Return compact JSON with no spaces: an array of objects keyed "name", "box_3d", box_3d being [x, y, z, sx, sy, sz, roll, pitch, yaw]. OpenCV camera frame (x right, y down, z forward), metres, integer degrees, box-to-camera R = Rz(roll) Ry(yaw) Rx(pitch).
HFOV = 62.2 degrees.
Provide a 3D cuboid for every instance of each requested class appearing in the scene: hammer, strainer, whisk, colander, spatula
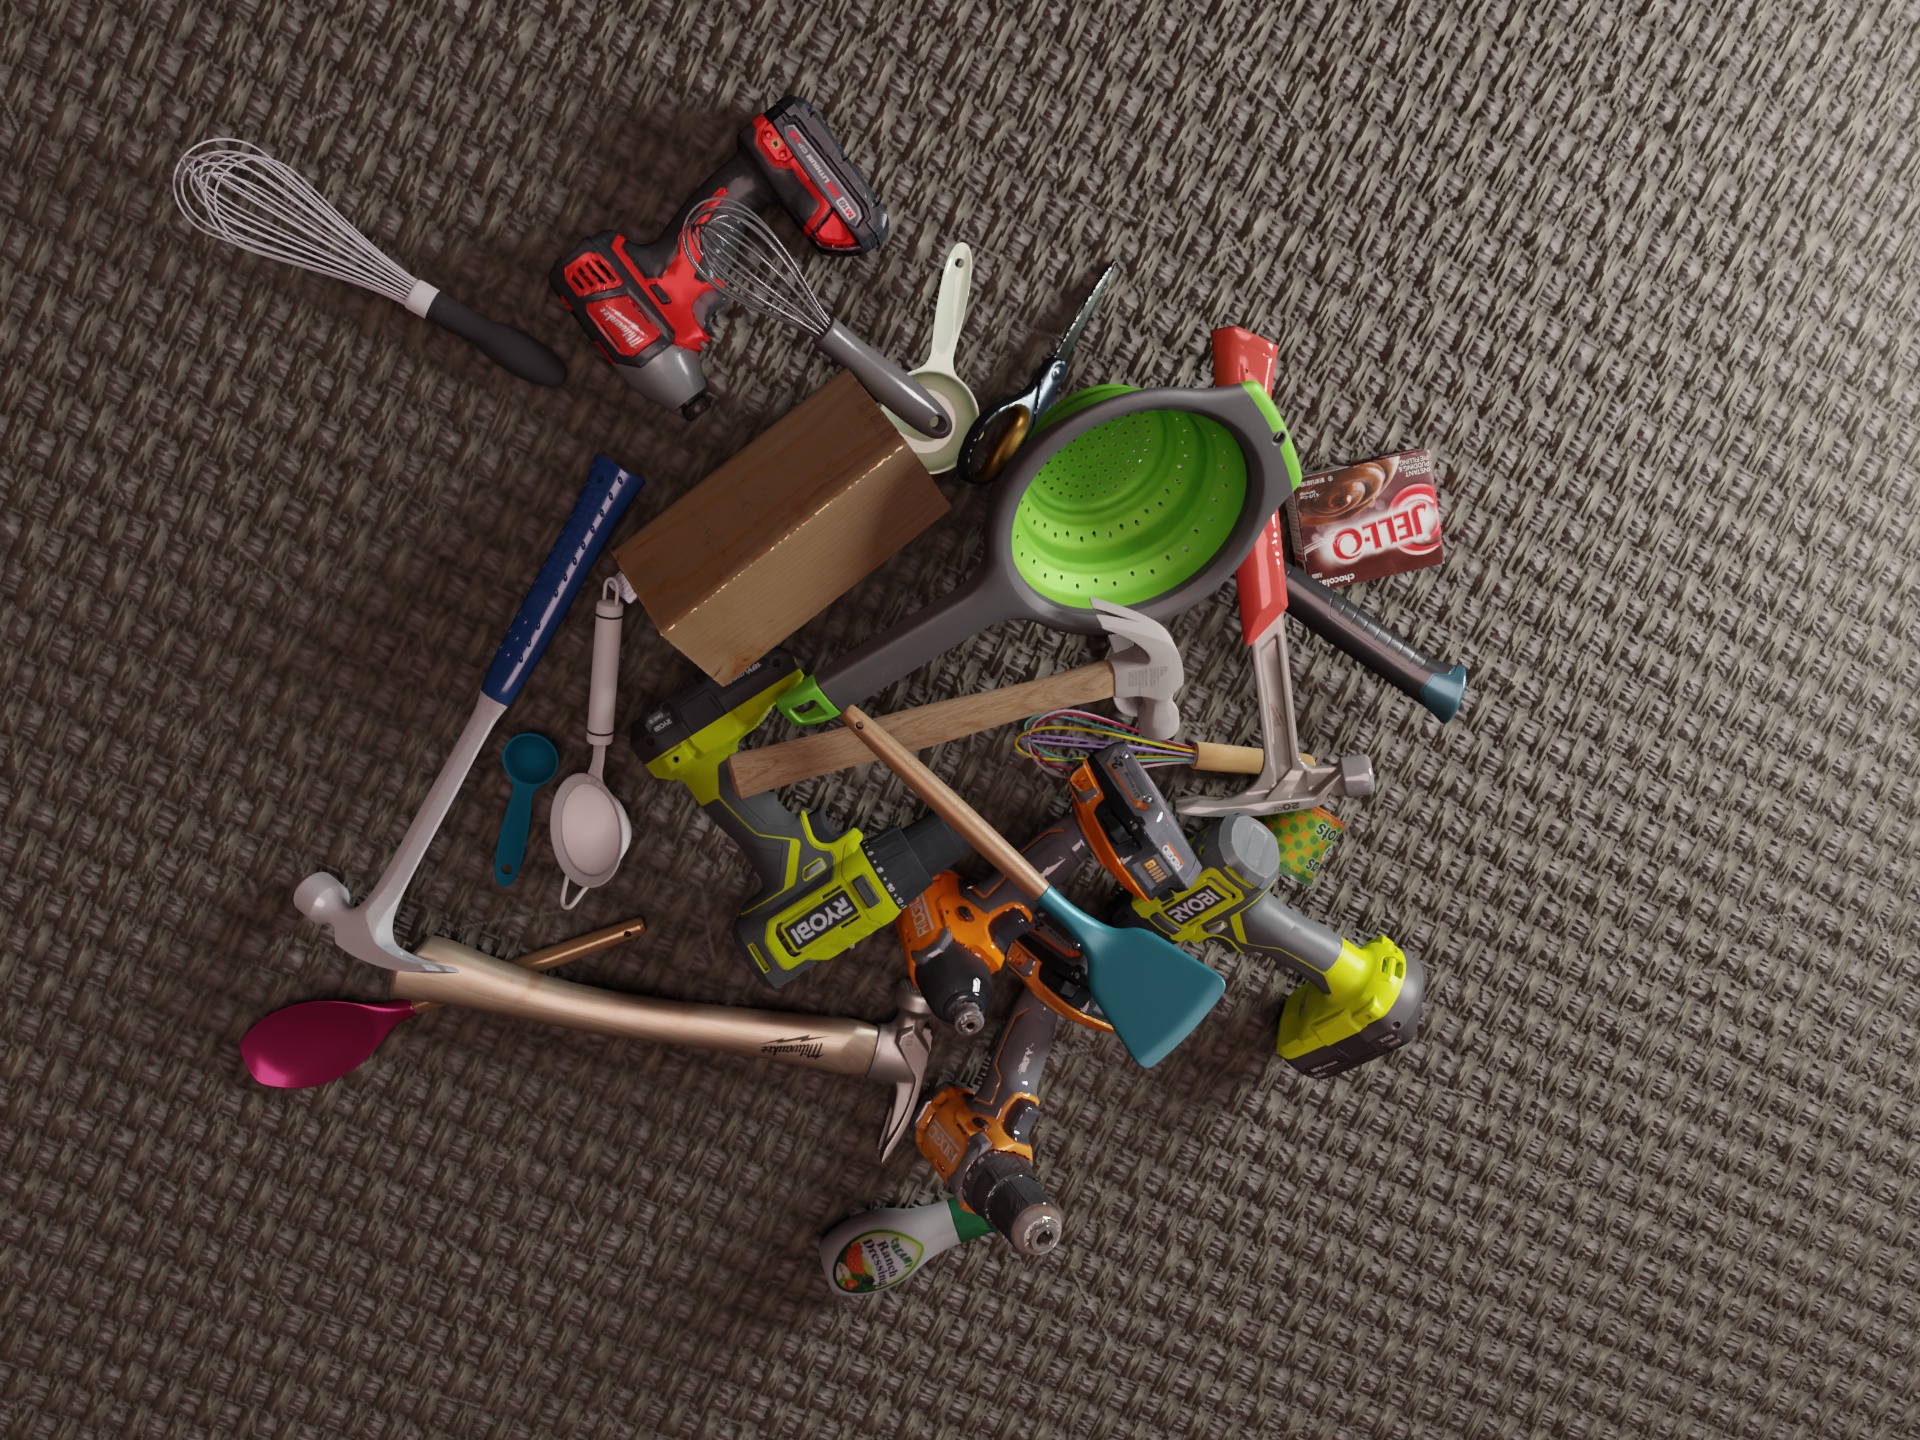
[{"name":"hammer","box_3d":[-0.339,-0.004,1.155,0.144,0.035,0.405,30,91,25]},{"name":"strainer","box_3d":[-0.263,0.019,1.169,0.050,0.087,0.258,-15,122,-48]},{"name":"hammer","box_3d":[0.242,-0.106,1.198,0.331,0.033,0.128,34,107,-2]},{"name":"hammer","box_3d":[-0.002,-0.004,1.127,0.331,0.031,0.129,-15,135,-6]},{"name":"whisk","box_3d":[0.160,0.026,1.245,0.245,0.051,0.047,6,121,-12]},{"name":"colander","box_3d":[0.036,-0.124,1.117,0.397,0.095,0.204,-30,136,9]},{"name":"whisk","box_3d":[-0.405,-0.309,1.105,0.284,0.070,0.070,29,96,-15]},{"name":"hammer","box_3d":[0.210,-0.105,1.167,0.149,0.037,0.359,-7,103,9]},{"name":"hammer","box_3d":[-0.226,0.240,1.224,0.410,0.038,0.146,12,100,-12]},{"name":"spatula","box_3d":[0.038,0.100,1.080,0.317,0.044,0.082,42,95,-3]},{"name":"whisk","box_3d":[-0.091,-0.269,1.092,0.238,0.055,0.055,36,95,-30]}]

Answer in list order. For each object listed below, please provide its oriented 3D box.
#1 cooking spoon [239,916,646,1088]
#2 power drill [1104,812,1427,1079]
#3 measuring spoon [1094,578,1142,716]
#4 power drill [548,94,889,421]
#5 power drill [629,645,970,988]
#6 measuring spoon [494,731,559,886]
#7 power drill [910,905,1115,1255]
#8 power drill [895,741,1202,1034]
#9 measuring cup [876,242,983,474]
[{"name":"cooking spoon","box_3d":[-0.394,0.210,1.220,0.319,0.017,0.068,-19,107,-3]},{"name":"power drill","box_3d":[0.234,0.179,1.237,0.223,0.080,0.171,37,135,-13]},{"name":"measuring spoon","box_3d":[0.123,-0.064,1.236,0.034,0.018,0.124,-14,95,-4]},{"name":"power drill","box_3d":[-0.164,-0.321,1.121,0.219,0.078,0.143,-36,103,4]},{"name":"power drill","box_3d":[-0.118,0.059,1.177,0.190,0.080,0.228,-32,94,-2]},{"name":"measuring spoon","box_3d":[-0.332,0.066,1.204,0.042,0.021,0.128,15,107,-6]},{"name":"power drill","box_3d":[0.059,0.273,1.203,0.084,0.185,0.226,27,94,-29]},{"name":"power drill","box_3d":[0.058,0.130,1.171,0.226,0.164,0.084,-33,122,8]},{"name":"measuring cup","box_3d":[-0.016,-0.264,1.168,0.083,0.038,0.167,11,97,-9]}]
